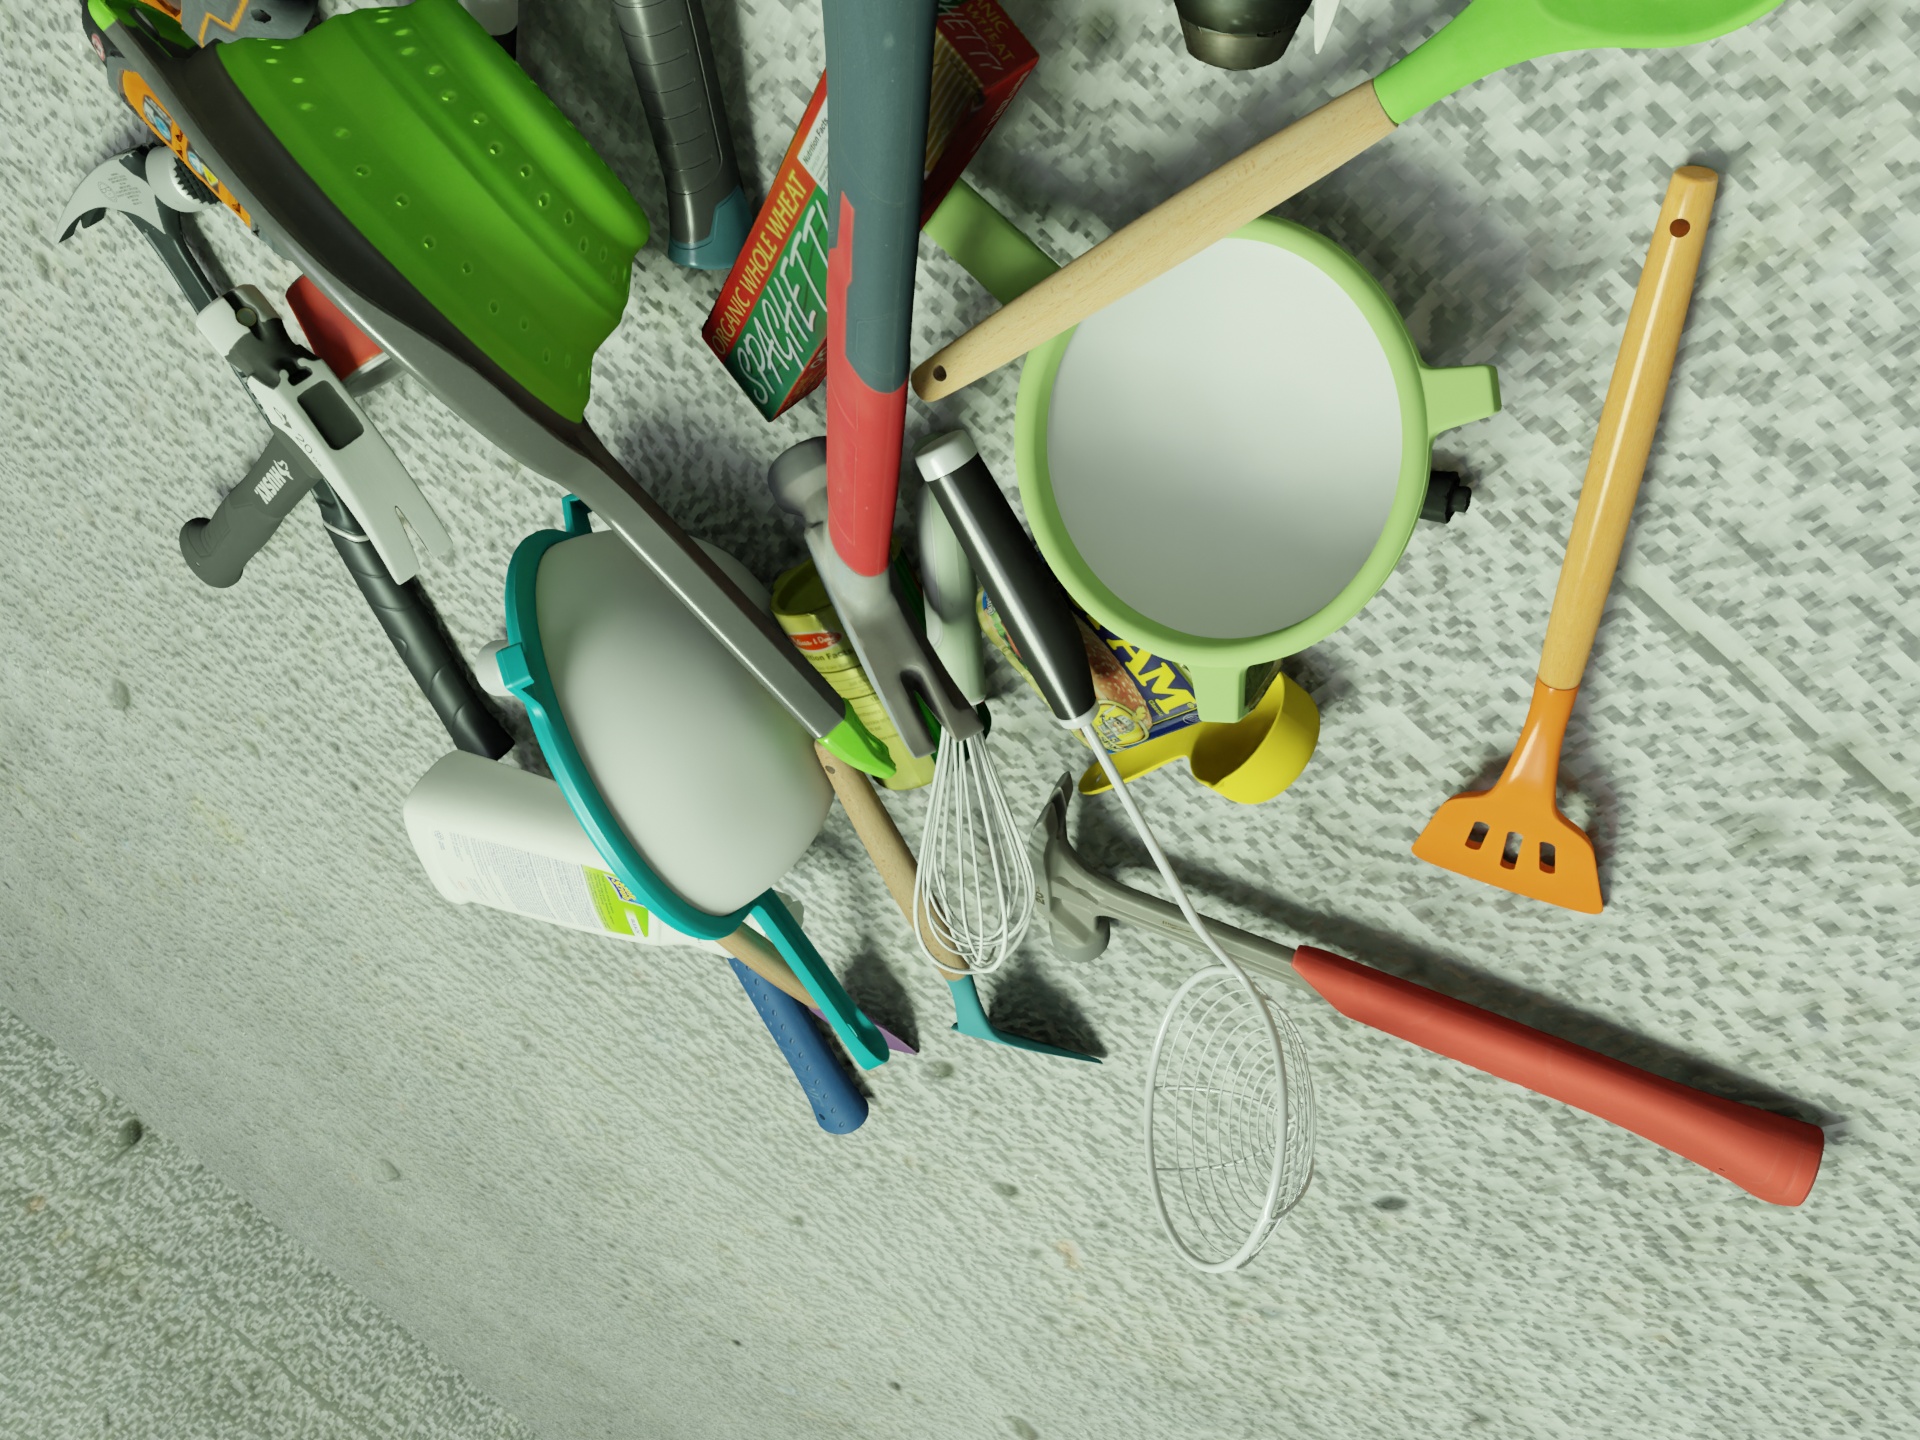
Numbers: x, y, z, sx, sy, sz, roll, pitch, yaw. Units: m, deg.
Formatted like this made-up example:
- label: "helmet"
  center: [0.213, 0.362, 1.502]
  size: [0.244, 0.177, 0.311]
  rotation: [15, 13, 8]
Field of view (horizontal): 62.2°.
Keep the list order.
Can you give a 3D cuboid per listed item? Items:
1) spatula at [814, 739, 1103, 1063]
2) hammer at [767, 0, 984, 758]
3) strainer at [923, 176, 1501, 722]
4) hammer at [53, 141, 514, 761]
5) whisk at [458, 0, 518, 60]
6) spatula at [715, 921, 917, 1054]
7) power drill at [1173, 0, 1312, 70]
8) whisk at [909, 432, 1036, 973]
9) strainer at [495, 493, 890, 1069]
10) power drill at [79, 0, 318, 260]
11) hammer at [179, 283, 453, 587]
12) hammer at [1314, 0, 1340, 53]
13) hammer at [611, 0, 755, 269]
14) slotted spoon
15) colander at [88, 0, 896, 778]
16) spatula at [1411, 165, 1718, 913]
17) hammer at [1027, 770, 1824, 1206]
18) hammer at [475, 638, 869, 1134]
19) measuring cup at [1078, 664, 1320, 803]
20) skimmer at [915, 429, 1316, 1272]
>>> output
- label: "spatula"
  center: [-0.007, 0.106, 0.827]
  size: [0.082, 0.044, 0.317]
  rotation: [11, 144, 32]
- label: "hammer"
  center: [-0.022, -0.110, 0.496]
  size: [0.143, 0.038, 0.386]
  rotation: [63, 167, 16]
- label: "strainer"
  center: [0.063, -0.133, 0.568]
  size: [0.256, 0.069, 0.151]
  rotation: [46, 124, 18]
- label: "hammer"
  center: [-0.369, -0.129, 0.918]
  size: [0.149, 0.036, 0.408]
  rotation: [5, 132, 35]
- label: "whisk"
  center: [-0.175, -0.297, 0.591]
  size: [0.070, 0.070, 0.284]
  rotation: [33, 147, 5]
- label: "spatula"
  center: [-0.092, 0.150, 0.902]
  size: [0.060, 0.018, 0.315]
  rotation: [13, 160, 21]
- label: "power drill"
  center: [0.010, -0.290, 0.438]
  size: [0.227, 0.080, 0.187]
  rotation: [18, 138, 18]
- label: "whisk"
  center: [-0.001, -0.002, 0.699]
  size: [0.058, 0.059, 0.246]
  rotation: [-150, 52, -65]
- label: "strainer"
  center: [-0.089, 0.039, 0.782]
  size: [0.095, 0.211, 0.340]
  rotation: [-25, 117, 9]
- label: "power drill"
  center: [-0.303, -0.316, 0.643]
  size: [0.164, 0.084, 0.226]
  rotation: [45, 145, 1]
- label: "hammer"
  center: [-0.375, -0.116, 0.865]
  size: [0.146, 0.035, 0.335]
  rotation: [53, 149, -16]
- label: "hammer"
  center: [-0.097, -0.239, 0.432]
  size: [0.411, 0.038, 0.146]
  rotation: [2, 130, 20]
- label: "hammer"
  center: [-0.113, -0.286, 0.516]
  size: [0.033, 0.128, 0.330]
  rotation: [21, 148, 21]
- label: "slotted spoon"
  center: [0.102, -0.172, 0.473]
  size: [0.314, 0.031, 0.070]
  rotation: [-25, 96, 35]
- label: "colander"
  center: [-0.131, -0.137, 0.614]
  size: [0.396, 0.094, 0.205]
  rotation: [47, -176, -21]
- label: "spatula"
  center: [0.220, -0.040, 0.568]
  size: [0.081, 0.041, 0.322]
  rotation: [18, 134, 22]
- label: "hammer"
  center: [0.199, 0.126, 0.722]
  size: [0.359, 0.037, 0.149]
  rotation: [20, 153, 18]
- label: "hammer"
  center: [-0.150, 0.115, 0.994]
  size: [0.144, 0.035, 0.405]
  rotation: [1, 129, 37]
- label: "measuring cup"
  center: [0.102, 0.018, 0.703]
  size: [0.029, 0.062, 0.156]
  rotation: [31, 156, -17]
- label: "skimmer"
  center: [0.051, 0.062, 0.646]
  size: [0.363, 0.090, 0.127]
  rotation: [61, 173, -19]
